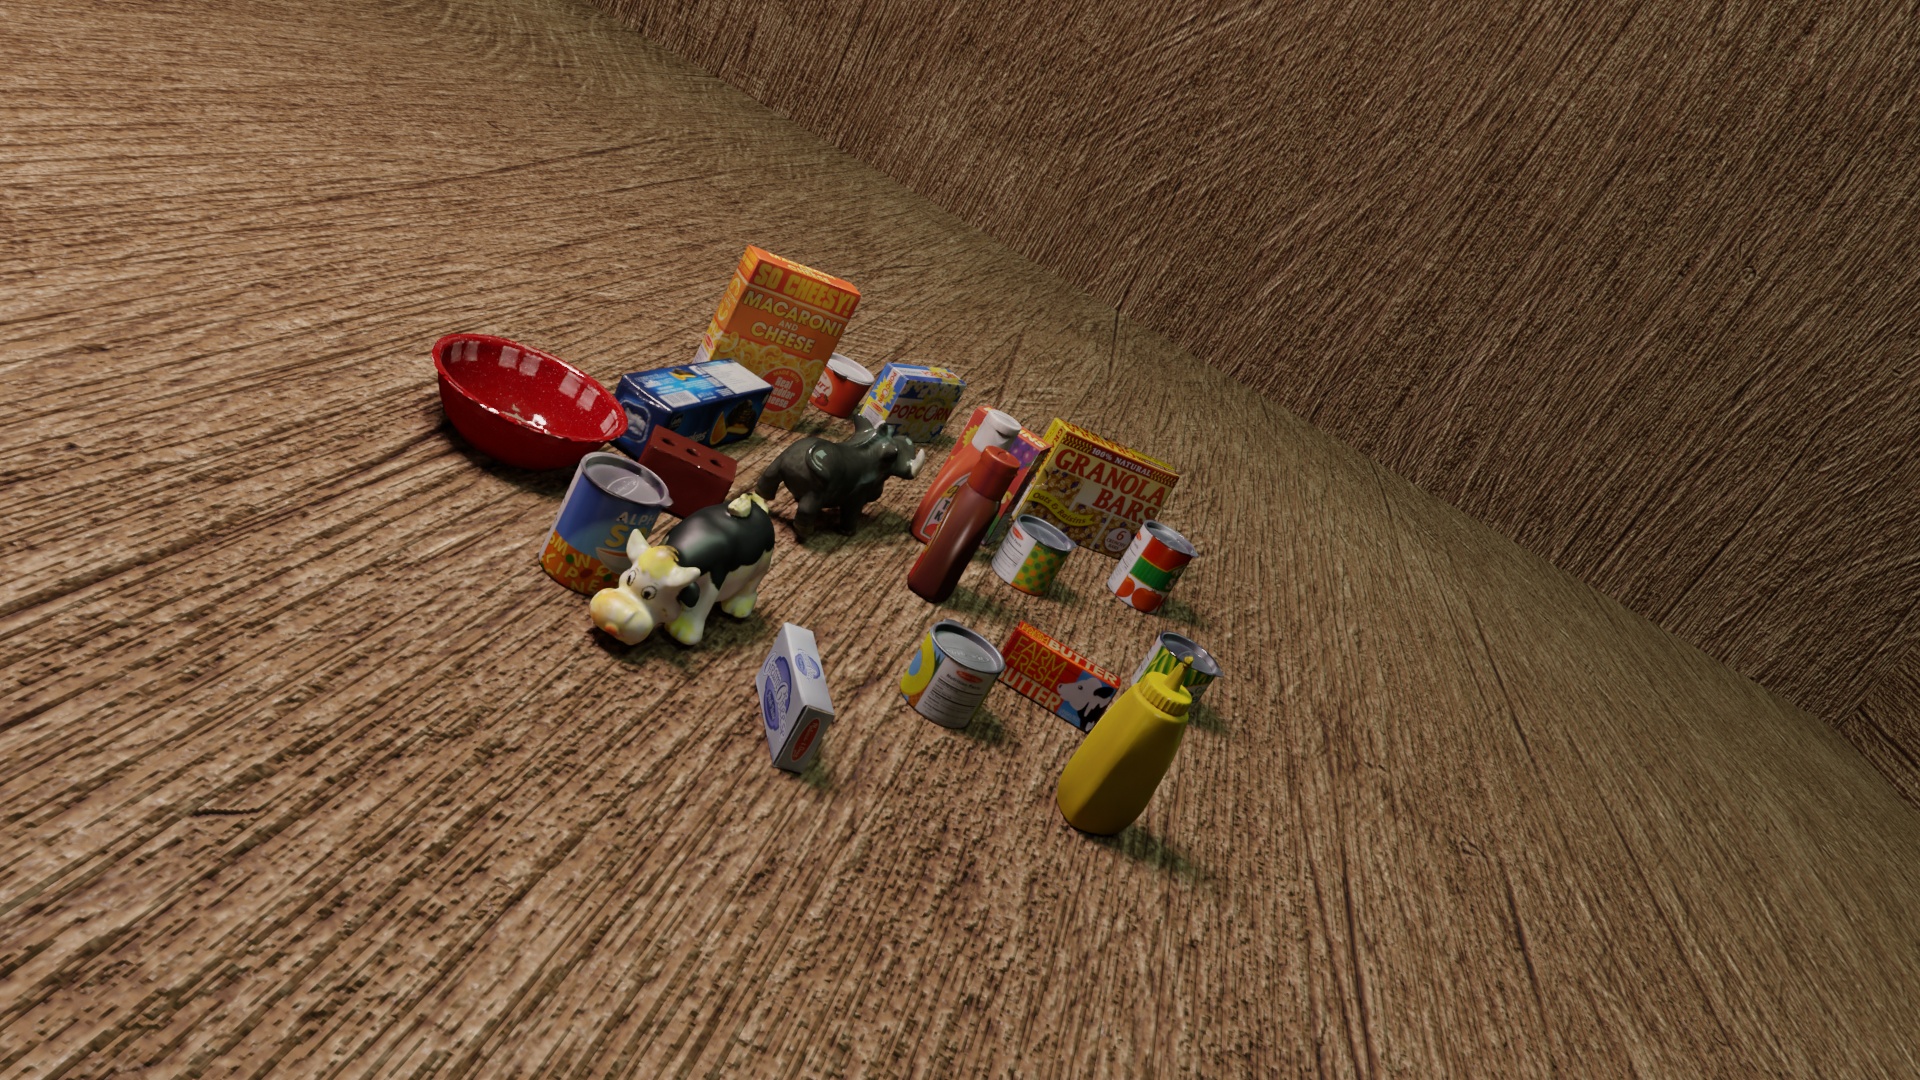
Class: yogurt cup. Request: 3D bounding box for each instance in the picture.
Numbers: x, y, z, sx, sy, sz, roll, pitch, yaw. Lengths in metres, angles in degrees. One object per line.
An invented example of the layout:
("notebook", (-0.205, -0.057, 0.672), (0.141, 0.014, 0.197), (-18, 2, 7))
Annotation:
("yogurt cup", (-0.140, -0.177, 1.590), (0.072, 0.053, 0.073), (26, 20, -10))

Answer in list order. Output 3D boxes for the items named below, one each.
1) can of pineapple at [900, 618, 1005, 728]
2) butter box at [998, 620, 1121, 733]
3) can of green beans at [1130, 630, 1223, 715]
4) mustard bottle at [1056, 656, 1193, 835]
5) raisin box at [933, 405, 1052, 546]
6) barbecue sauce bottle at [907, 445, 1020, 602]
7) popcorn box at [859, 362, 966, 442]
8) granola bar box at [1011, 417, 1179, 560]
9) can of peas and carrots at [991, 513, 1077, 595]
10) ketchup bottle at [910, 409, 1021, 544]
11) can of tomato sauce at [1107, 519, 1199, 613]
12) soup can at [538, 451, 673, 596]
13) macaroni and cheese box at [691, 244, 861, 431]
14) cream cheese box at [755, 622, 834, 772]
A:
("can of pineapple", (-0.007, 0.106, 1.101), (0.071, 0.057, 0.071), (26, 20, -10))
("butter box", (0.082, 0.118, 1.199), (0.103, 0.053, 0.024), (31, 20, 3))
("can of green beans", (0.205, 0.129, 1.331), (0.071, 0.057, 0.071), (26, 20, -10))
("mustard bottle", (0.133, 0.148, 1.042), (0.065, 0.159, 0.049), (18, 23, -30))
("raisin box", (0.028, -0.069, 1.463), (0.086, 0.123, 0.040), (35, 20, 14))
("barbecue sauce bottle", (0.005, -0.016, 1.271), (0.044, 0.148, 0.065), (32, 20, 6))
("popcorn box", (-0.057, -0.159, 1.615), (0.038, 0.085, 0.127), (40, 22, 25))
("granola bar box", (0.152, -0.056, 1.600), (0.165, 0.123, 0.039), (19, 22, -27))
("can of peas and carrots", (0.075, 0.015, 1.422), (0.071, 0.058, 0.071), (26, 20, -10))
("ketchup bottle", (0.009, -0.059, 1.379), (0.065, 0.148, 0.044), (23, 21, -19))
("can of tomato sauce", (0.213, 0.031, 1.538), (0.071, 0.082, 0.071), (26, 20, -10))
("soup can", (-0.255, -0.010, 0.999), (0.071, 0.083, 0.071), (26, 20, -10))
("macaroni and cheese box", (-0.194, -0.205, 1.421), (0.124, 0.165, 0.040), (15, 25, -36))
("cream cheese box", (-0.115, 0.107, 0.957), (0.024, 0.053, 0.104), (20, 22, -25))
